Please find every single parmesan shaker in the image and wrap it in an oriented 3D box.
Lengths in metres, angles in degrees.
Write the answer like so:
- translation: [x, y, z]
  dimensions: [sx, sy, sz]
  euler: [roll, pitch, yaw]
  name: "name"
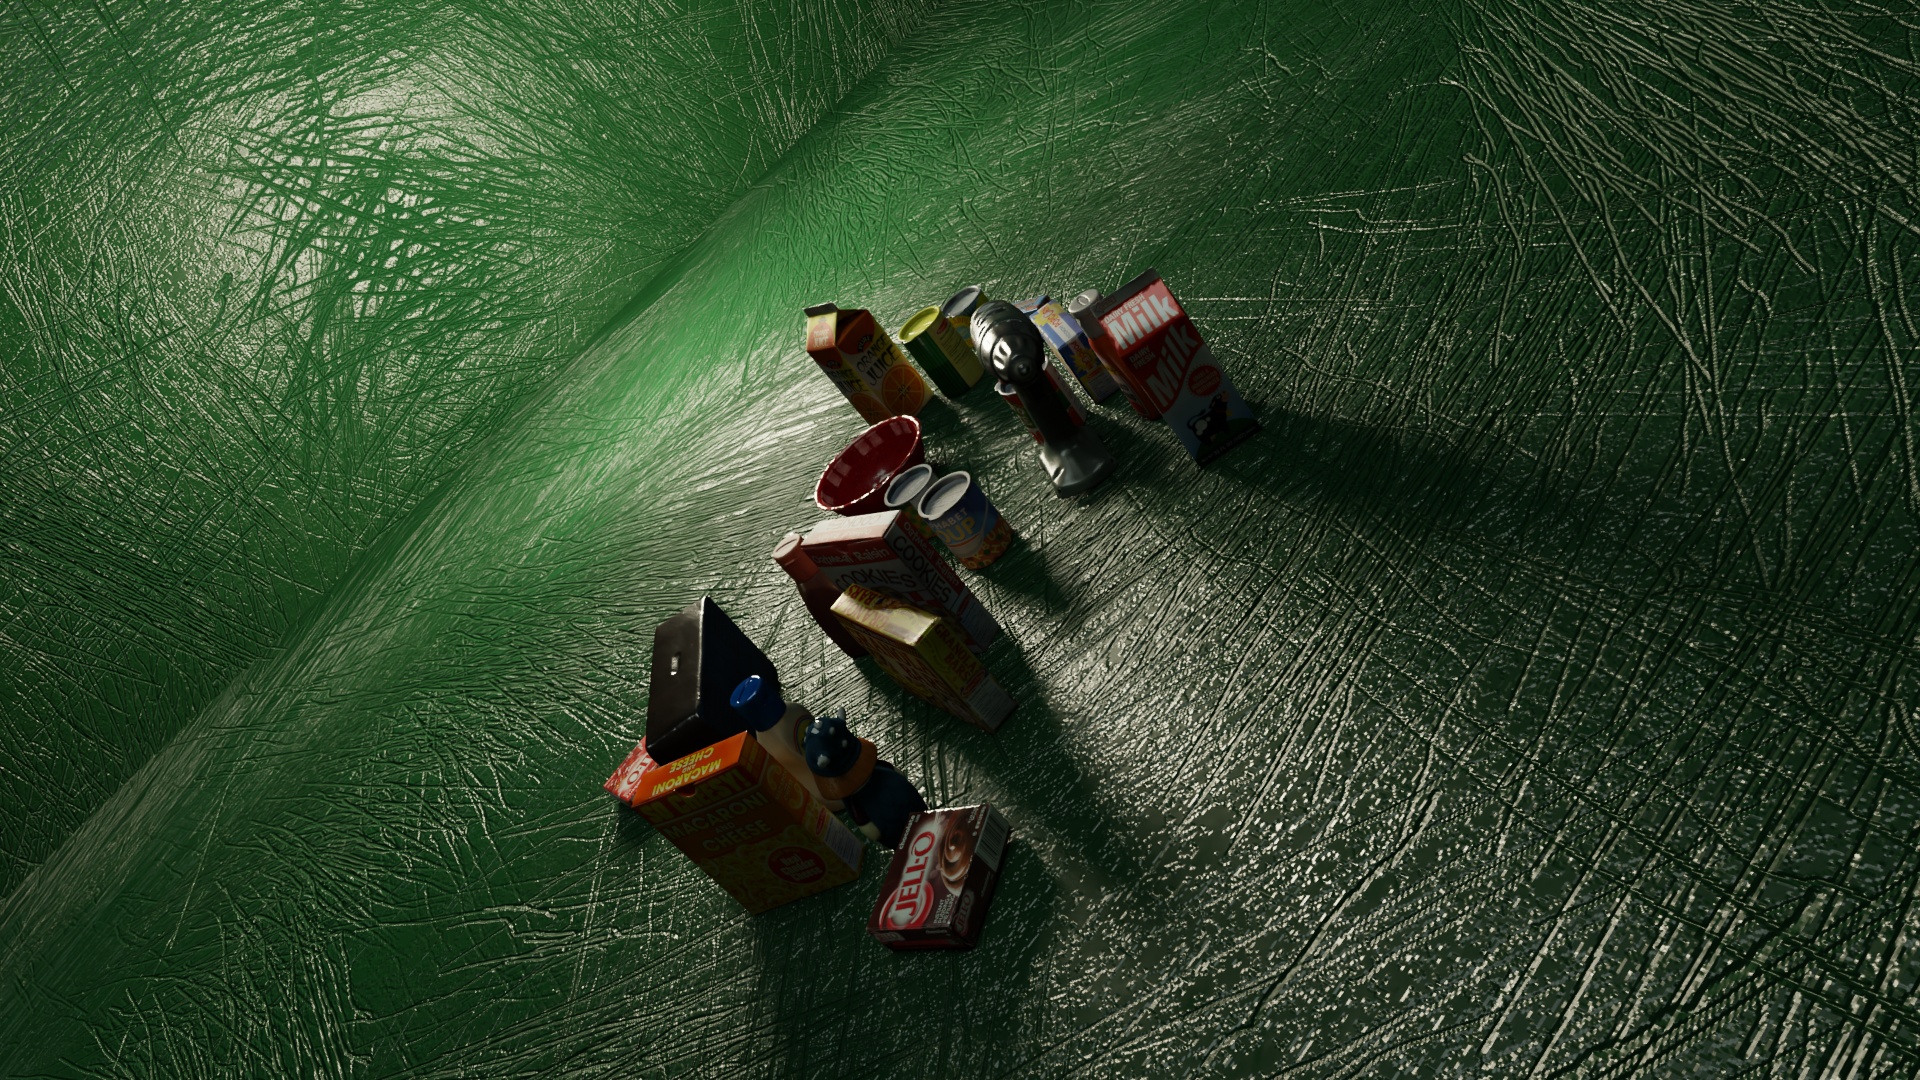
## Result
- translation: [-0.025, -0.240, 1.787]
  dimensions: [0.071, 0.103, 0.072]
  euler: [-29, 30, 19]
  name: "parmesan shaker"

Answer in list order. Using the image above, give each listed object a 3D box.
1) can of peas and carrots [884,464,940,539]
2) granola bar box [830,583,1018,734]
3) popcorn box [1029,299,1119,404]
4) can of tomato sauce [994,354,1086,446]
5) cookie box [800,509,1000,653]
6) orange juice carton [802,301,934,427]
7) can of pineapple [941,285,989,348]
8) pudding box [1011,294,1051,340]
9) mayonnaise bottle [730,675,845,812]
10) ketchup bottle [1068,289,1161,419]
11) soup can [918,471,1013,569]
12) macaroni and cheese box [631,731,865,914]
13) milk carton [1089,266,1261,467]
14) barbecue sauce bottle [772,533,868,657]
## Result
- translation: [-0.044, -0.043, 1.572]
  dimensions: [0.071, 0.058, 0.071]
  euler: [-29, 30, 19]
  name: "can of peas and carrots"
- translation: [-0.037, 0.107, 1.276]
  dimensions: [0.039, 0.124, 0.165]
  euler: [-48, 29, -15]
  name: "granola bar box"
- translation: [0.130, -0.217, 1.586]
  dimensions: [0.038, 0.085, 0.127]
  euler: [-37, 28, 6]
  name: "popcorn box"
- translation: [0.090, -0.154, 1.546]
  dimensions: [0.071, 0.083, 0.071]
  euler: [-29, 30, 19]
  name: "can of tomato sauce"
- translation: [-0.059, 0.045, 1.346]
  dimensions: [0.123, 0.167, 0.040]
  euler: [-7, 42, 45]
  name: "cookie box"
- translation: [-0.128, -0.233, 1.806]
  dimensions: [0.072, 0.192, 0.073]
  euler: [3, 49, 52]
  name: "orange juice carton"
- translation: [0.014, -0.301, 1.876]
  dimensions: [0.071, 0.057, 0.071]
  euler: [-29, 30, 19]
  name: "can of pineapple"
- translation: [0.086, -0.278, 1.766]
  dimensions: [0.083, 0.049, 0.030]
  euler: [-7, 42, 46]
  name: "pudding box"
- translation: [-0.151, 0.184, 1.275]
  dimensions: [0.041, 0.147, 0.065]
  euler: [-19, 34, 34]
  name: "mayonnaise bottle"
- translation: [0.167, -0.195, 1.443]
  dimensions: [0.043, 0.148, 0.065]
  euler: [-39, 28, 2]
  name: "ketchup bottle"
- translation: [0.005, -0.018, 1.450]
  dimensions: [0.071, 0.083, 0.072]
  euler: [-29, 30, 19]
  name: "soup can"
- translation: [-0.181, 0.248, 1.200]
  dimensions: [0.123, 0.166, 0.040]
  euler: [-25, 31, 25]
  name: "macaroni and cheese box"
- translation: [0.202, -0.169, 1.320]
  dimensions: [0.072, 0.190, 0.074]
  euler: [-33, 29, 12]
  name: "milk carton"
- translation: [-0.135, 0.056, 1.442]
  dimensions: [0.064, 0.148, 0.044]
  euler: [-28, 30, 21]
  name: "barbecue sauce bottle"
